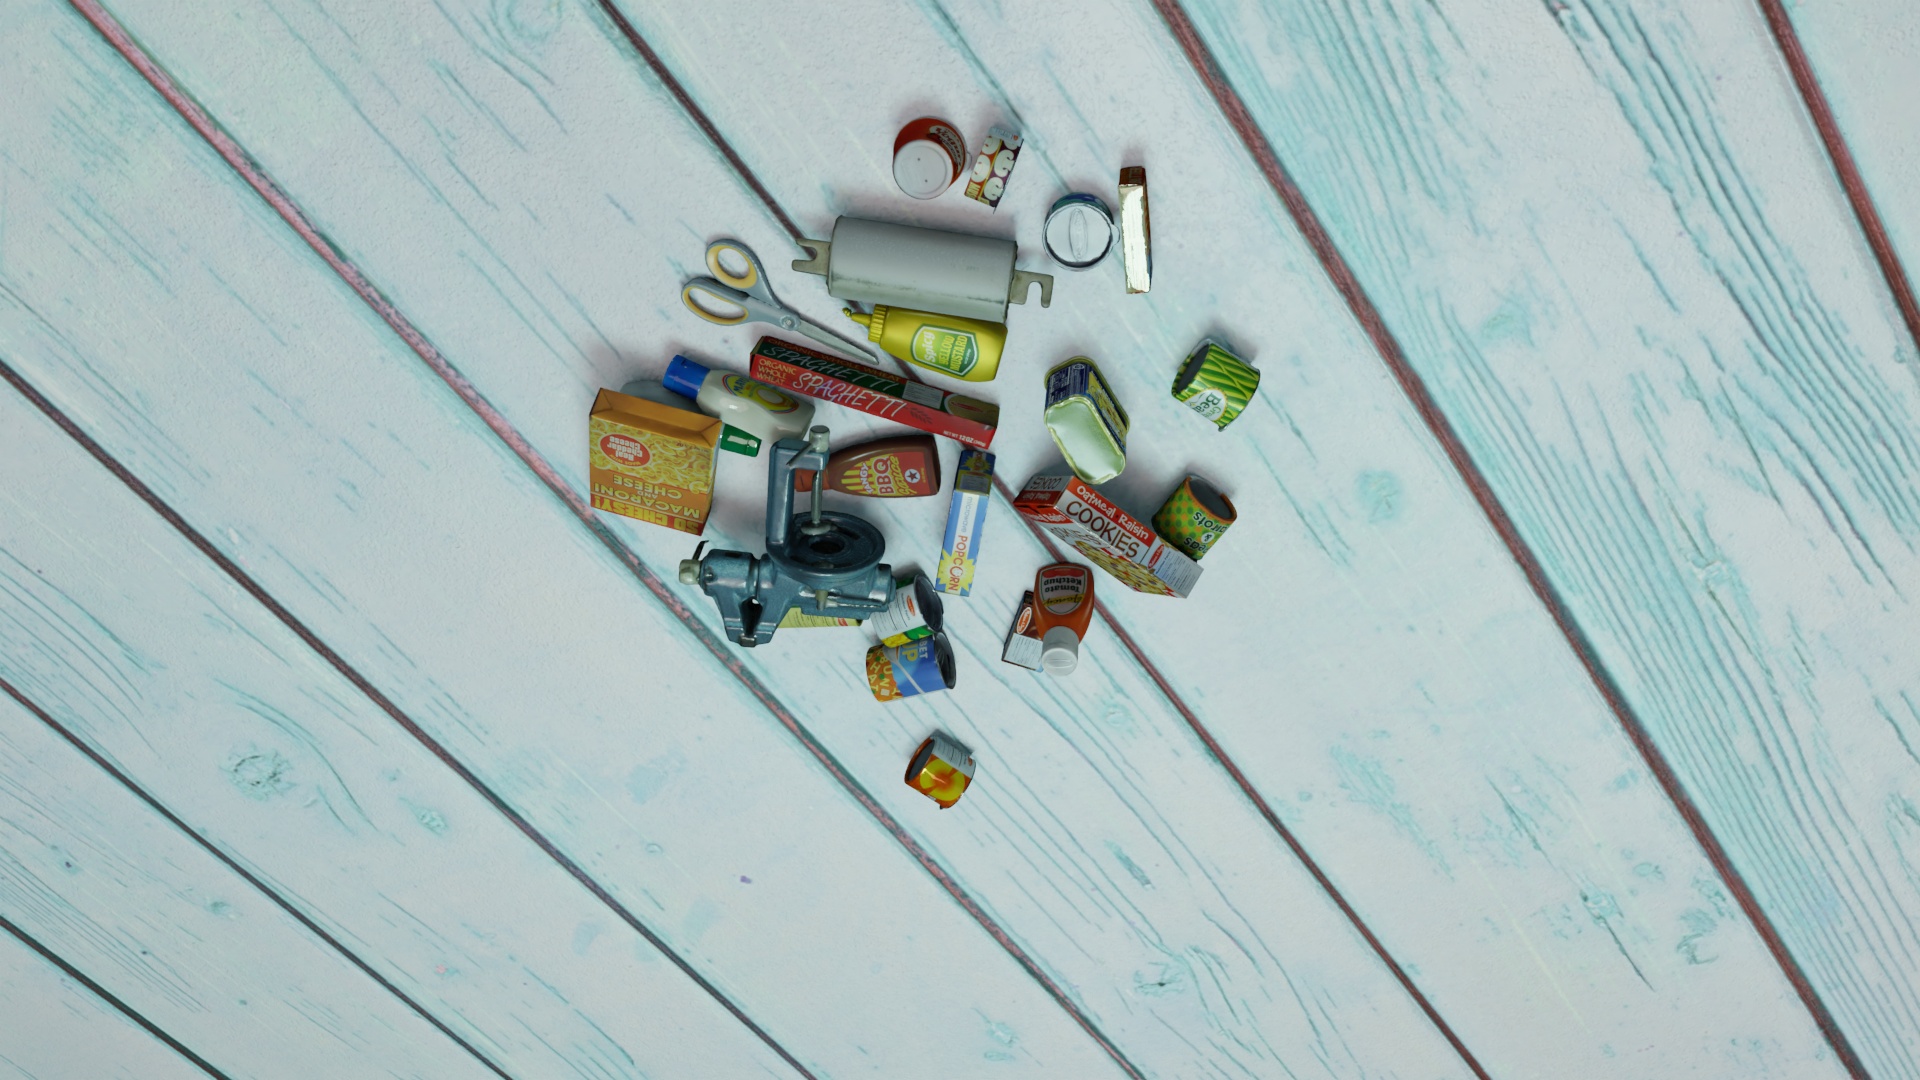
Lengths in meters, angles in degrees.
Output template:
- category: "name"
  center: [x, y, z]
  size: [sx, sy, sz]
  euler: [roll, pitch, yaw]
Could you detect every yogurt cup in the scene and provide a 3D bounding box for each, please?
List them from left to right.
- category: "yogurt cup"
  center: [-0.030, -0.340, 1.246]
  size: [0.072, 0.054, 0.072]
  euler: [3, 121, 5]

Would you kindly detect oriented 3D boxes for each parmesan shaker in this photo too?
- category: "parmesan shaker"
  center: [-0.160, 0.059, 1.496]
  size: [0.103, 0.072, 0.071]
  euler: [-2, 121, 8]

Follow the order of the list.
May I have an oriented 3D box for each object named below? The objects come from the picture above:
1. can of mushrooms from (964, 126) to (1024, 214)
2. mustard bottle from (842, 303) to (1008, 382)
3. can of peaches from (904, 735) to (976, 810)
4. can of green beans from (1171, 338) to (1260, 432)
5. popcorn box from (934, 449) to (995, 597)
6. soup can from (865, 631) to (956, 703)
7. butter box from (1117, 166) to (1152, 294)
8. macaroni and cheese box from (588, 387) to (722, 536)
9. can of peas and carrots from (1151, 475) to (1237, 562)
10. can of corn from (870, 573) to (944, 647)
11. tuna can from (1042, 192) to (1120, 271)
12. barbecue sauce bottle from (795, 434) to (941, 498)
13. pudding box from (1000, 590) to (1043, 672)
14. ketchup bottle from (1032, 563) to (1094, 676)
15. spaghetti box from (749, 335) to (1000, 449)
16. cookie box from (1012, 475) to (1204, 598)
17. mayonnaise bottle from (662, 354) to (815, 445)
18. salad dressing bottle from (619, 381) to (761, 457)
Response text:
- category: "can of mushrooms"
  center: [0.029, -0.330, 1.237]
  size: [0.033, 0.071, 0.070]
  euler: [21, 121, -6]
- category: "mustard bottle"
  center: [-0.037, -0.198, 1.336]
  size: [0.160, 0.049, 0.065]
  euler: [13, 120, -2]
- category: "can of peaches"
  center: [-0.026, 0.270, 1.609]
  size: [0.058, 0.071, 0.071]
  euler: [35, 119, -14]
- category: "can of green beans"
  center: [0.242, -0.150, 1.323]
  size: [0.058, 0.071, 0.071]
  euler: [30, 120, -12]
- category: "popcorn box"
  center: [0.005, -0.018, 1.420]
  size: [0.038, 0.085, 0.126]
  euler: [11, 122, -1]
- category: "soup can"
  center: [-0.055, 0.138, 1.533]
  size: [0.084, 0.072, 0.071]
  euler: [-14, 119, 15]
- category: "butter box"
  center: [0.159, -0.281, 1.260]
  size: [0.024, 0.053, 0.103]
  euler: [-2, 120, 11]
- category: "macaroni and cheese box"
  center: [-0.311, -0.077, 1.409]
  size: [0.124, 0.040, 0.165]
  euler: [15, 147, -5]
- category: "can of peas and carrots"
  center: [0.237, -0.021, 1.400]
  size: [0.071, 0.071, 0.058]
  euler: [31, 119, -12]
- category: "can of corn"
  center: [-0.058, 0.076, 1.498]
  size: [0.058, 0.071, 0.071]
  euler: [-20, 117, 19]
- category: "tuna can"
  center: [0.111, -0.284, 1.276]
  size: [0.071, 0.033, 0.070]
  euler: [3, 122, 5]
- category: "barbecue sauce bottle"
  center: [-0.097, -0.072, 1.423]
  size: [0.148, 0.044, 0.064]
  euler: [-3, 122, 9]
- category: "pudding box"
  center: [0.080, 0.100, 1.516]
  size: [0.050, 0.030, 0.083]
  euler: [17, 122, -3]
- category: "ketchup bottle"
  center: [0.105, 0.081, 1.431]
  size: [0.065, 0.149, 0.043]
  euler: [-1, 123, 8]
- category: "spaghetti box"
  center: [-0.085, -0.147, 1.372]
  size: [0.250, 0.050, 0.028]
  euler: [17, 121, -3]
- category: "cookie box"
  center: [0.145, -0.004, 1.392]
  size: [0.167, 0.123, 0.040]
  euler: [34, 82, -14]
- category: "mayonnaise bottle"
  center: [-0.222, -0.140, 1.387]
  size: [0.148, 0.065, 0.041]
  euler: [24, 122, -4]
- category: "salad dressing bottle"
  center: [-0.275, -0.120, 1.414]
  size: [0.148, 0.044, 0.064]
  euler: [15, 130, -4]
